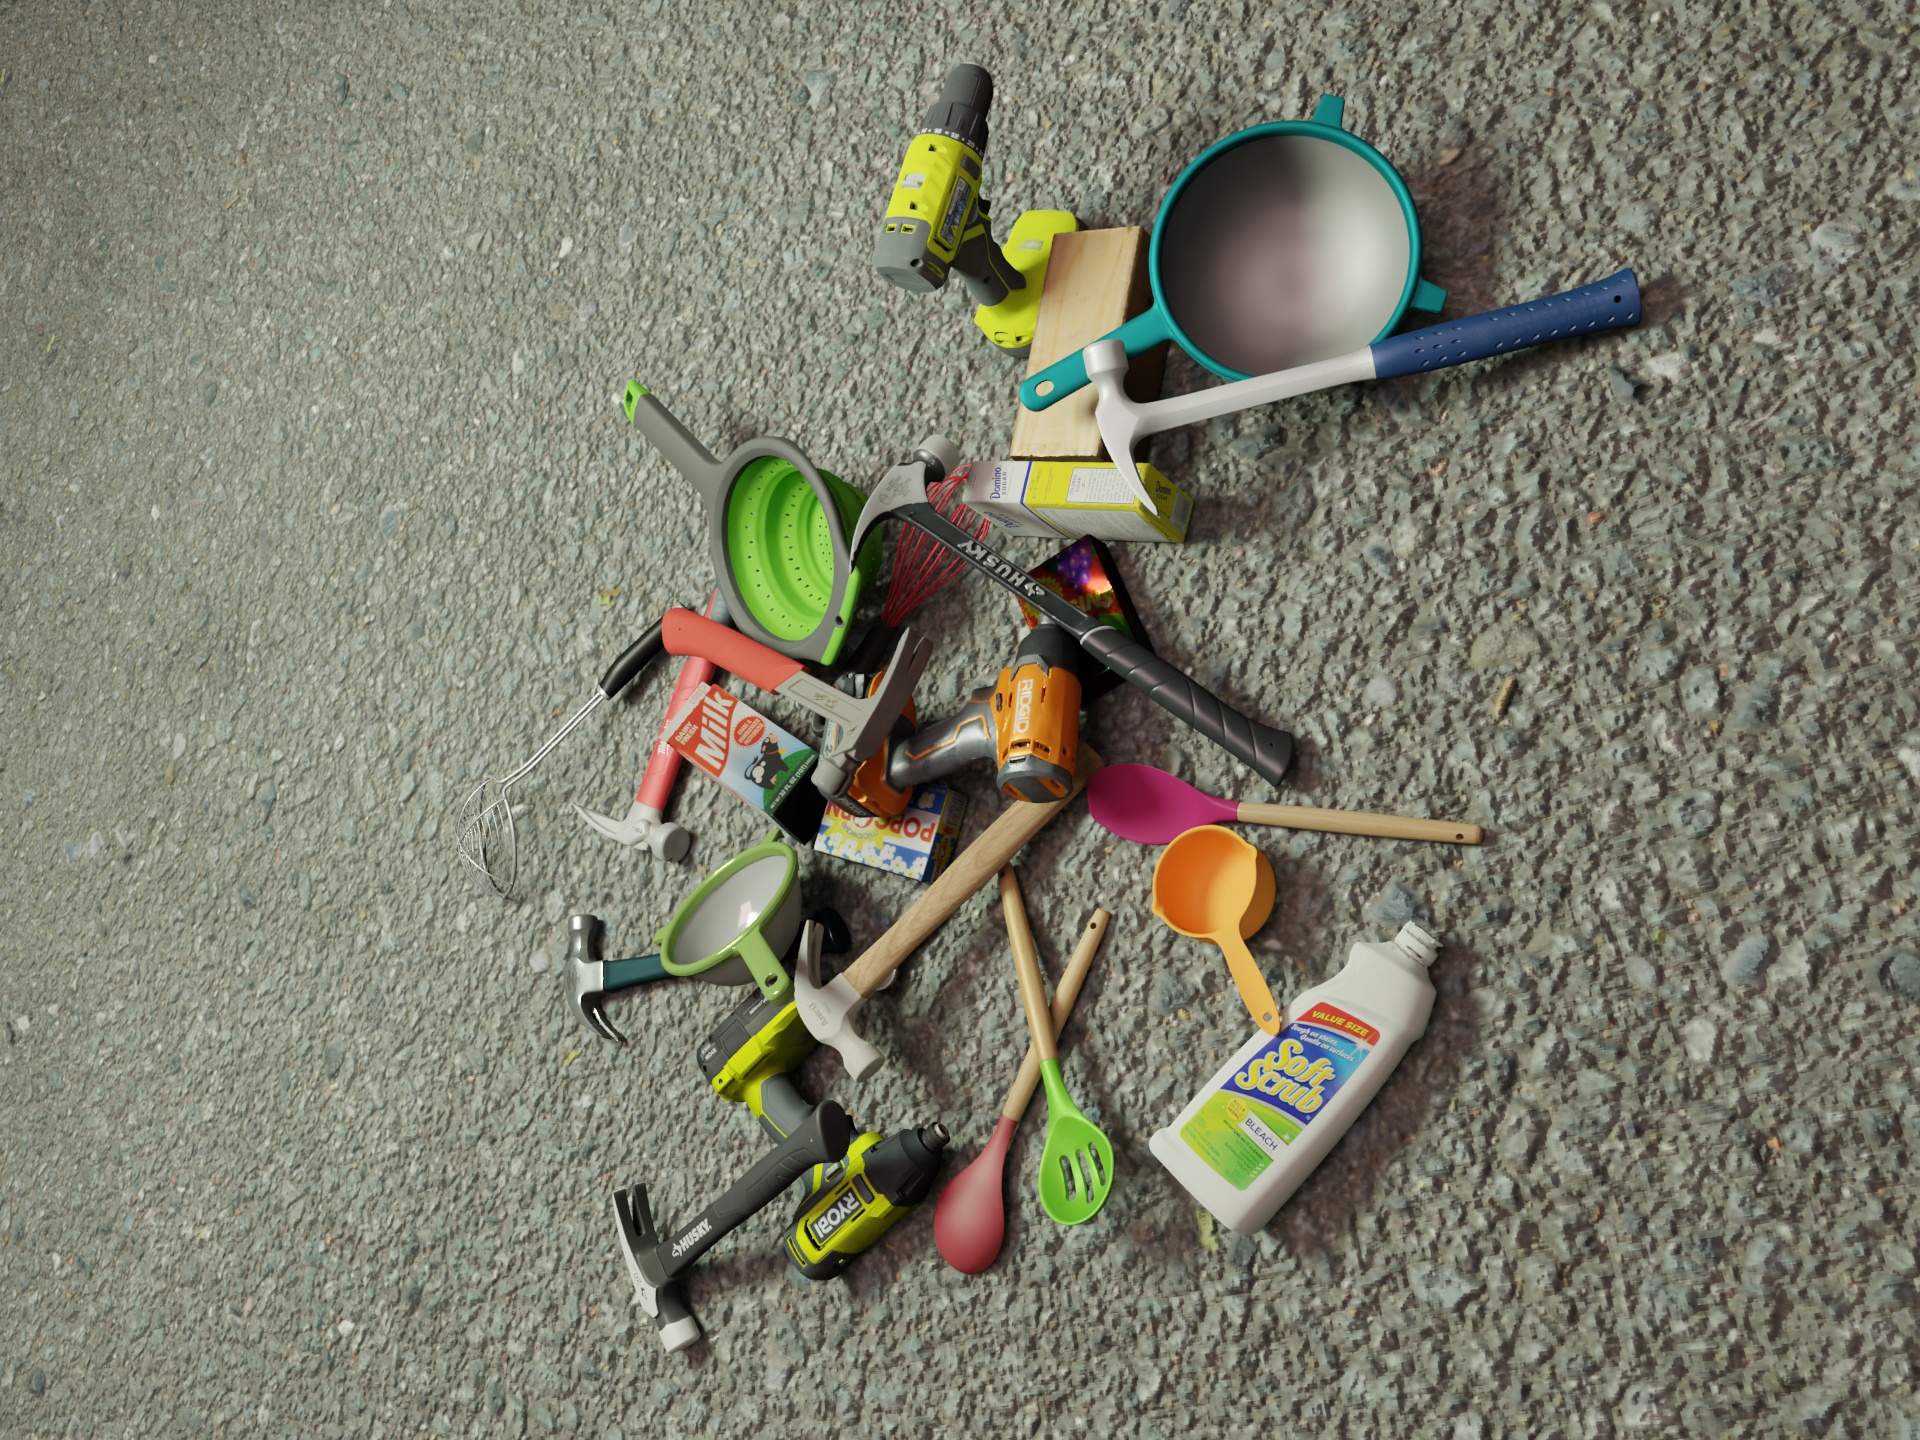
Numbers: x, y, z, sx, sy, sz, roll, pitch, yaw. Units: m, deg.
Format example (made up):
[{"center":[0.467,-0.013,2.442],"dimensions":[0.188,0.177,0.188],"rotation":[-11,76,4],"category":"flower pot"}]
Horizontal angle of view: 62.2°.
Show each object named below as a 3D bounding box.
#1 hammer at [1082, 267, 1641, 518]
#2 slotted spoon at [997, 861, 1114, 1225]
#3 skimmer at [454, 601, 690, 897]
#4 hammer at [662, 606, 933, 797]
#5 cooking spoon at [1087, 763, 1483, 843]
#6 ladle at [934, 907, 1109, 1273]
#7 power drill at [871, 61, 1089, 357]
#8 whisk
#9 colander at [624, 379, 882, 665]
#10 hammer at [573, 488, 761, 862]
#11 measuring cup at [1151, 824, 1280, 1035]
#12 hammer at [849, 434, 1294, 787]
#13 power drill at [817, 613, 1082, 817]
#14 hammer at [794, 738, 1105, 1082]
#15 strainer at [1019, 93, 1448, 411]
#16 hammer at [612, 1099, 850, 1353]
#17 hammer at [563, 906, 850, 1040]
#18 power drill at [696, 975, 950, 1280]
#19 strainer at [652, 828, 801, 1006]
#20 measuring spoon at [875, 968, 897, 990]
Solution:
[{"center":[0.305,-0.265,1.214],"dimensions":[0.405,0.035,0.144],"rotation":[-12,91,12],"category":"hammer"},{"center":[0.067,0.247,1.264],"dimensions":[0.070,0.031,0.314],"rotation":[-31,52,25],"category":"slotted spoon"},{"center":[-0.393,0.028,1.649],"dimensions":[0.363,0.090,0.127],"rotation":[-45,46,2],"category":"skimmer"},{"center":[-0.166,-0.053,1.416],"dimensions":[0.359,0.036,0.149],"rotation":[26,85,50],"category":"hammer"},{"center":[0.241,0.073,1.232],"dimensions":[0.319,0.017,0.068],"rotation":[4,109,32],"category":"cooking spoon"},{"center":[0.053,0.298,1.288],"dimensions":[0.069,0.031,0.315],"rotation":[23,87,36],"category":"ladle"},{"center":[0.026,-0.437,1.392],"dimensions":[0.080,0.228,0.190],"rotation":[15,85,35],"category":"power drill"},{"center":[-0.056,-0.106,1.458],"dimensions":[0.073,0.073,0.296],"rotation":[43,107,34],"category":"whisk"},{"center":[-0.189,-0.214,1.518],"dimensions":[0.397,0.094,0.204],"rotation":[46,131,30],"category":"colander"},{"center":[-0.269,-0.060,1.590],"dimensions":[0.143,0.038,0.386],"rotation":[18,86,37],"category":"hammer"},{"center":[0.211,0.162,1.200],"dimensions":[0.095,0.052,0.174],"rotation":[-35,56,21],"category":"measuring cup"},{"center":[0.091,-0.076,1.272],"dimensions":[0.409,0.036,0.149],"rotation":[36,60,13],"category":"hammer"},{"center":[-0.002,-0.004,1.333],"dimensions":[0.226,0.084,0.164],"rotation":[-9,59,31],"category":"power drill"},{"center":[-0.008,0.140,1.328],"dimensions":[0.331,0.031,0.130],"rotation":[-45,65,0],"category":"hammer"},{"center":[0.205,-0.337,1.299],"dimensions":[0.340,0.095,0.211],"rotation":[-28,86,10],"category":"strainer"},{"center":[-0.192,0.404,1.337],"dimensions":[0.334,0.035,0.146],"rotation":[-46,63,36],"category":"hammer"},{"center":[-0.245,0.222,1.495],"dimensions":[0.331,0.033,0.128],"rotation":[-15,68,29],"category":"hammer"},{"center":[-0.116,0.334,1.357],"dimensions":[0.171,0.080,0.223],"rotation":[-45,61,15],"category":"power drill"},{"center":[-0.168,0.196,1.351],"dimensions":[0.151,0.069,0.257],"rotation":[-42,25,-6],"category":"strainer"},{"center":[-0.038,0.187,1.387],"dimensions":[0.124,0.018,0.034],"rotation":[-47,59,5],"category":"measuring spoon"}]
